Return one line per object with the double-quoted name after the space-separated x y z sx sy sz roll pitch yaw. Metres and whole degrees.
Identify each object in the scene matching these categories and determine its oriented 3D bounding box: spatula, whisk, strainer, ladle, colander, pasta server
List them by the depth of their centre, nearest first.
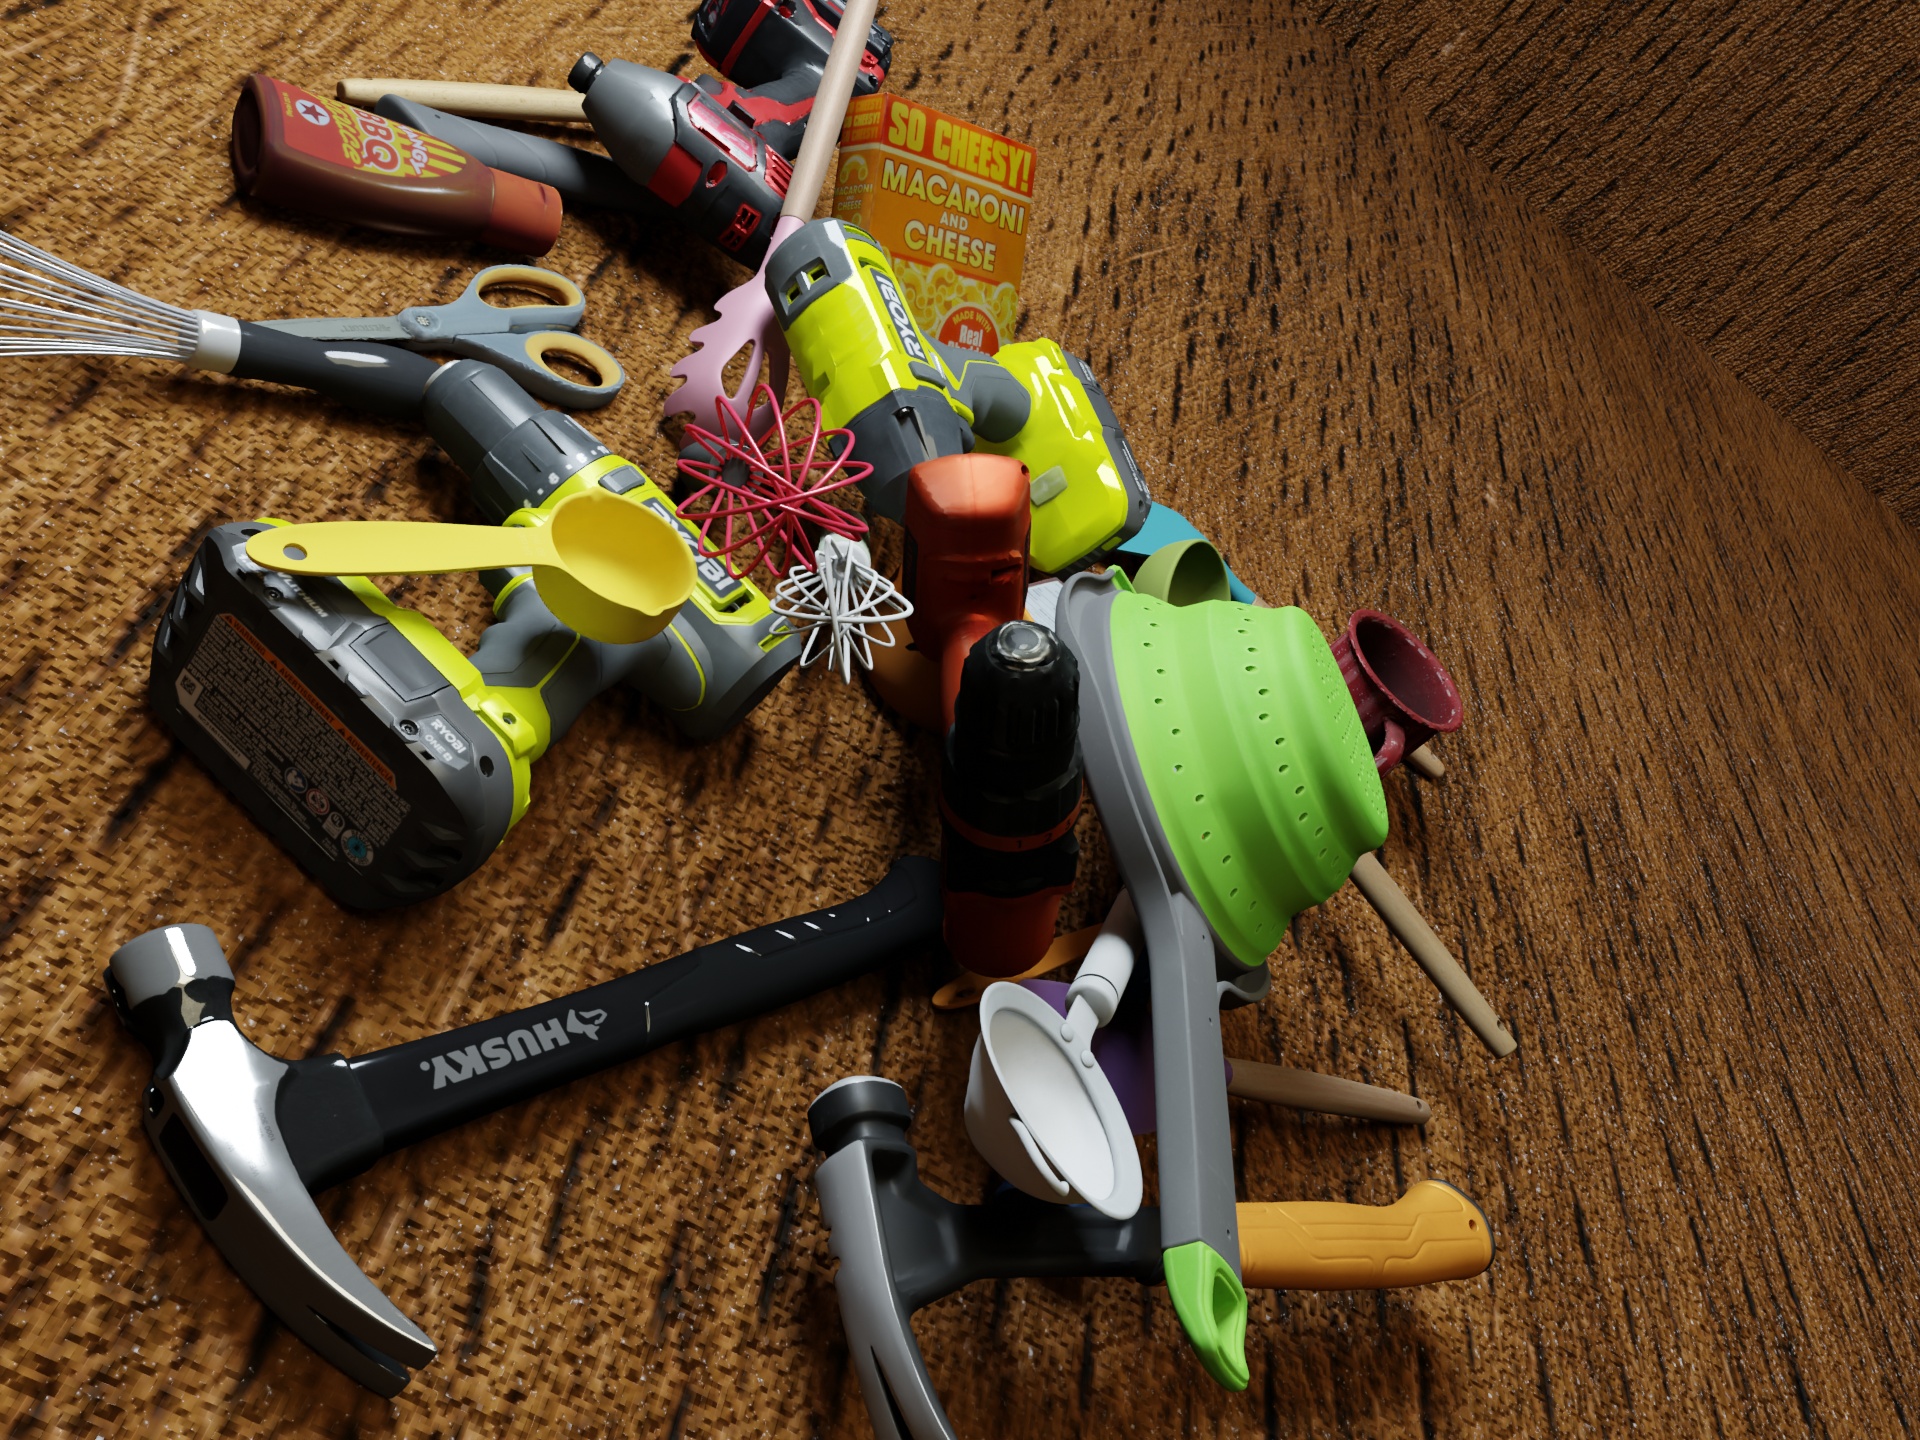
0.046 0.110 0.588 0.087 0.050 0.258 53 24 -3 "strainer"
-0.318 -0.151 0.602 0.284 0.070 0.070 5 51 -48 "whisk"
0.121 0.066 0.632 0.204 0.094 0.397 56 23 -32 "colander"
-0.091 -0.102 0.657 0.073 0.073 0.296 30 2 -18 "whisk"
0.130 0.162 0.705 0.315 0.018 0.060 21 50 -44 "spatula"
-0.053 -0.068 0.713 0.058 0.059 0.246 -7 16 -2 "whisk"
-0.084 -0.280 0.836 0.060 0.040 0.316 23 71 -27 "pasta server"
0.196 0.040 0.843 0.320 0.062 0.078 53 39 9 "ladle"
-0.216 -0.355 0.925 0.069 0.031 0.315 24 28 33 "ladle"
0.197 -0.055 1.033 0.317 0.044 0.082 39 35 -15 "spatula"

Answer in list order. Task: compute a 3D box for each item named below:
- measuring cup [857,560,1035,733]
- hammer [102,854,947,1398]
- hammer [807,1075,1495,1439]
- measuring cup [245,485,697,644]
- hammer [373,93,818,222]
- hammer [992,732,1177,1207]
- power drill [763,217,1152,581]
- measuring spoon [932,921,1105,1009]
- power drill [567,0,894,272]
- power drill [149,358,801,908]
-0.001 -0.002 0.759 0.095 0.052 0.174 17 45 -32 "measuring cup"
-0.104 0.105 0.562 0.334 0.035 0.146 -12 62 -50 "hammer"
0.096 0.204 0.598 0.336 0.034 0.127 13 46 -37 "hammer"
-0.164 -0.050 0.543 0.156 0.029 0.062 -4 56 -40 "measuring cup"
-0.146 -0.307 0.943 0.408 0.036 0.149 -2 54 -45 "hammer"
0.092 0.089 0.769 0.144 0.035 0.406 38 36 -8 "hammer"
0.005 -0.149 0.825 0.223 0.080 0.171 8 54 -56 "power drill"
0.042 0.103 0.682 0.117 0.011 0.021 -19 28 -17 "measuring spoon"
-0.129 -0.360 0.914 0.143 0.078 0.220 35 43 -16 "power drill"
-0.183 -0.047 0.606 0.190 0.080 0.228 45 32 0 "power drill"
